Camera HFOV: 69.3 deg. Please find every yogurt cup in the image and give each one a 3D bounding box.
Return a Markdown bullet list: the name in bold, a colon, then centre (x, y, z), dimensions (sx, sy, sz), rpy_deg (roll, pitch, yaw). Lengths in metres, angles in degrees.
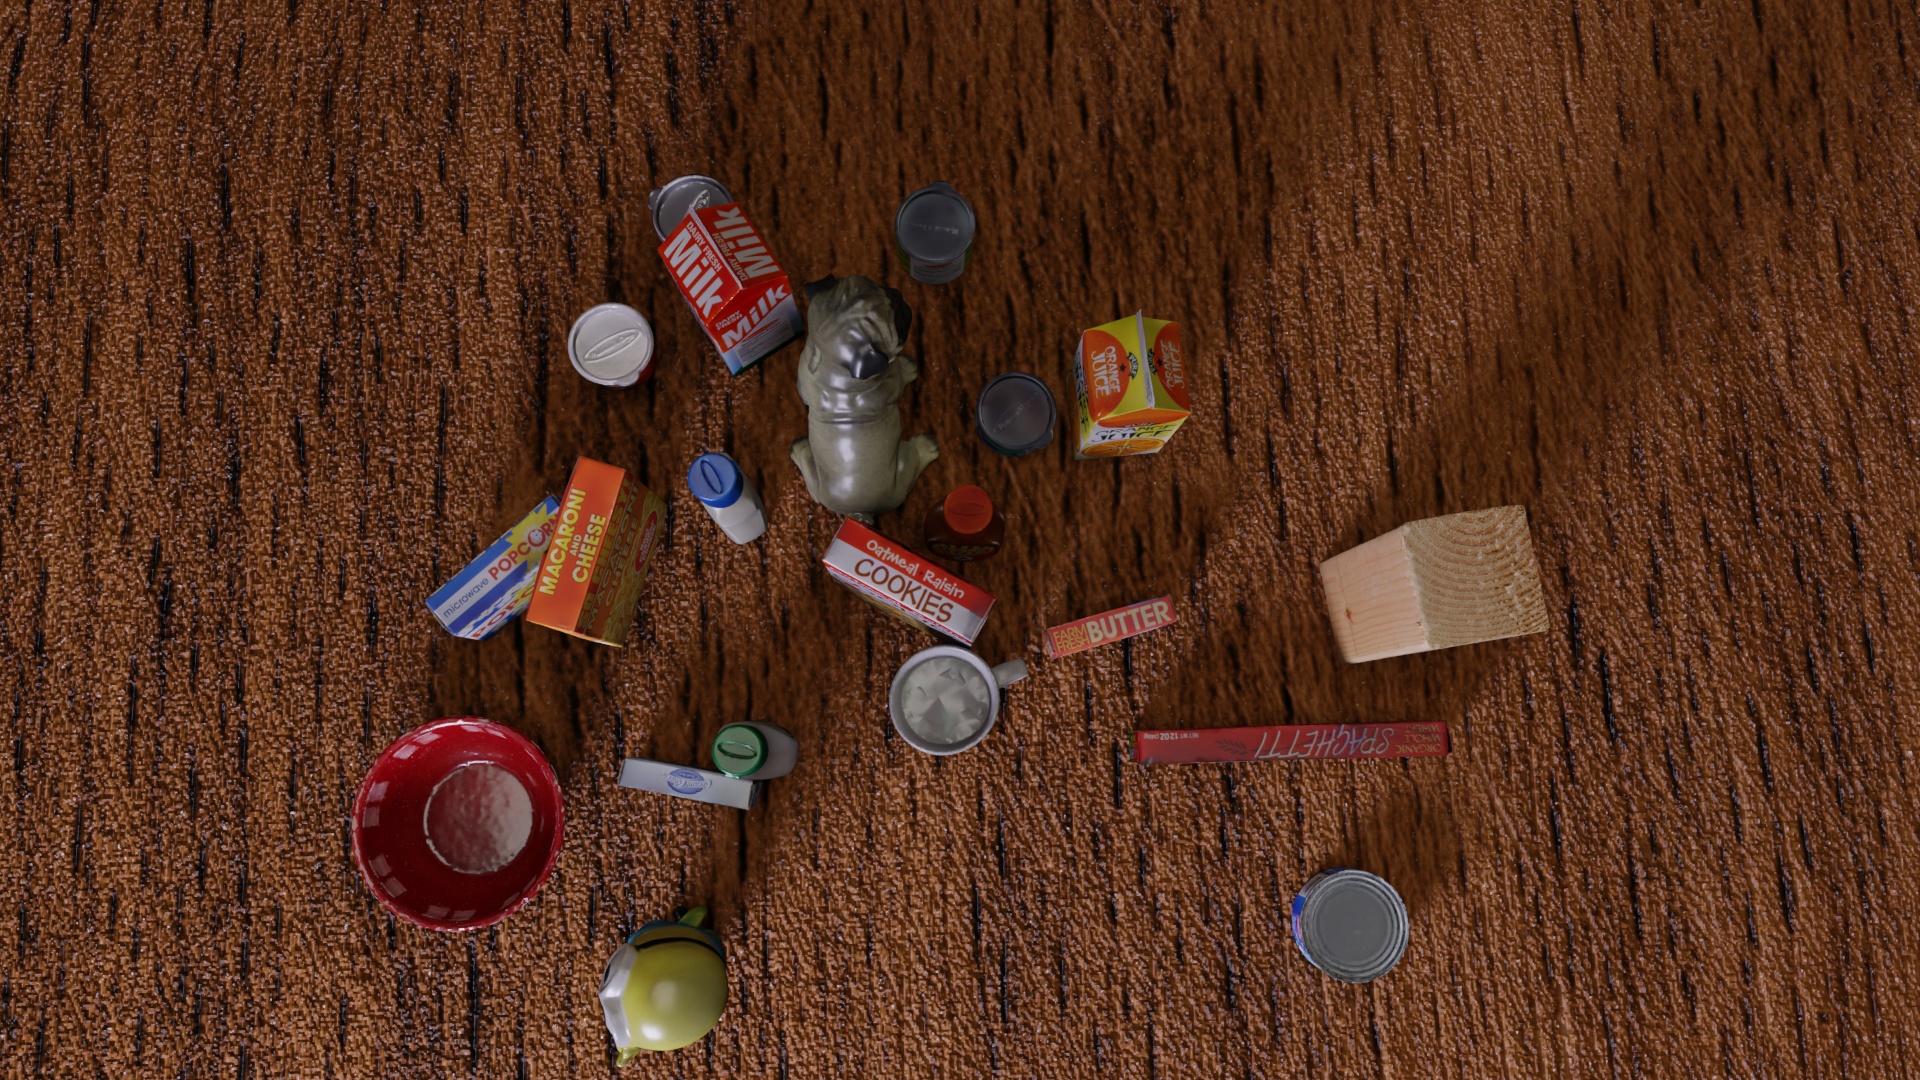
- **yogurt cup**: centre (-0.281, -0.155, 1.136), dimensions (0.072, 0.054, 0.072), rpy_deg (0, 82, -2)

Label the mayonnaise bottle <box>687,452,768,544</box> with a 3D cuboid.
- **mayonnaise bottle**: centre (-0.182, -0.037, 1.074), dimensions (0.041, 0.148, 0.065), rpy_deg (-29, 84, -5)

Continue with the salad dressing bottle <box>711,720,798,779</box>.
- **salad dressing bottle**: centre (-0.158, 0.158, 1.046), dimensions (0.064, 0.147, 0.044), rpy_deg (13, 82, 0)

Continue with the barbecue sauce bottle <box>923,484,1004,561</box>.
- **barbecue sauce bottle**: centre (0.004, -0.013, 1.075), dimensions (0.065, 0.148, 0.044), rpy_deg (3, 82, -1)

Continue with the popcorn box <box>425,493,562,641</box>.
- **popcorn box**: centre (-0.348, 0.024, 1.092), dimensions (0.127, 0.085, 0.038), rpy_deg (-41, 85, -7)

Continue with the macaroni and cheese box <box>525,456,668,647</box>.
- **macaroni and cheese box**: centre (-0.273, 0.013, 1.054), dimensions (0.040, 0.166, 0.124), rpy_deg (16, 82, 1)

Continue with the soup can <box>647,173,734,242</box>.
- **soup can**: centre (-0.214, -0.254, 1.138), dimensions (0.071, 0.083, 0.071), rpy_deg (0, 82, -1)

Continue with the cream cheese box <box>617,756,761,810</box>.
- **cream cheese box**: centre (-0.210, 0.189, 1.087), dimensions (0.104, 0.053, 0.024), rpy_deg (11, 82, 0)

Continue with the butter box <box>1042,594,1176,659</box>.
- **butter box**: centre (0.119, 0.070, 1.114), dimensions (0.103, 0.053, 0.024), rpy_deg (-16, 83, -4)

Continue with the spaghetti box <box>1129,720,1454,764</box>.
- **spaghetti box**: centre (0.261, 0.161, 1.106), dimensions (0.250, 0.050, 0.029), rpy_deg (-2, 82, -2)

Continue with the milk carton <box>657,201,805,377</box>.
- **milk carton**: centre (-0.177, -0.197, 1.076), dimensions (0.073, 0.190, 0.072), rpy_deg (-33, 84, -6)

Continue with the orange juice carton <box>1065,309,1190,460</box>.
- **orange juice carton**: centre (0.129, -0.117, 1.072), dimensions (0.073, 0.192, 0.072), rpy_deg (-6, 82, -2)

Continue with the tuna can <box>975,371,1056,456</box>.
- **tuna can**: centre (0.047, -0.102, 1.148), dimensions (0.071, 0.033, 0.071), rpy_deg (0, 82, -2)

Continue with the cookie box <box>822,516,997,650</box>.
- **cookie box**: centre (-0.037, 0.037, 1.057), dimensions (0.123, 0.167, 0.040), rpy_deg (28, 82, 2)

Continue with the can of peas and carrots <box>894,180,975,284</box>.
- **can of peas and carrots**: centre (-0.021, -0.255, 1.156), dimensions (0.071, 0.058, 0.071), rpy_deg (0, 82, -2)
